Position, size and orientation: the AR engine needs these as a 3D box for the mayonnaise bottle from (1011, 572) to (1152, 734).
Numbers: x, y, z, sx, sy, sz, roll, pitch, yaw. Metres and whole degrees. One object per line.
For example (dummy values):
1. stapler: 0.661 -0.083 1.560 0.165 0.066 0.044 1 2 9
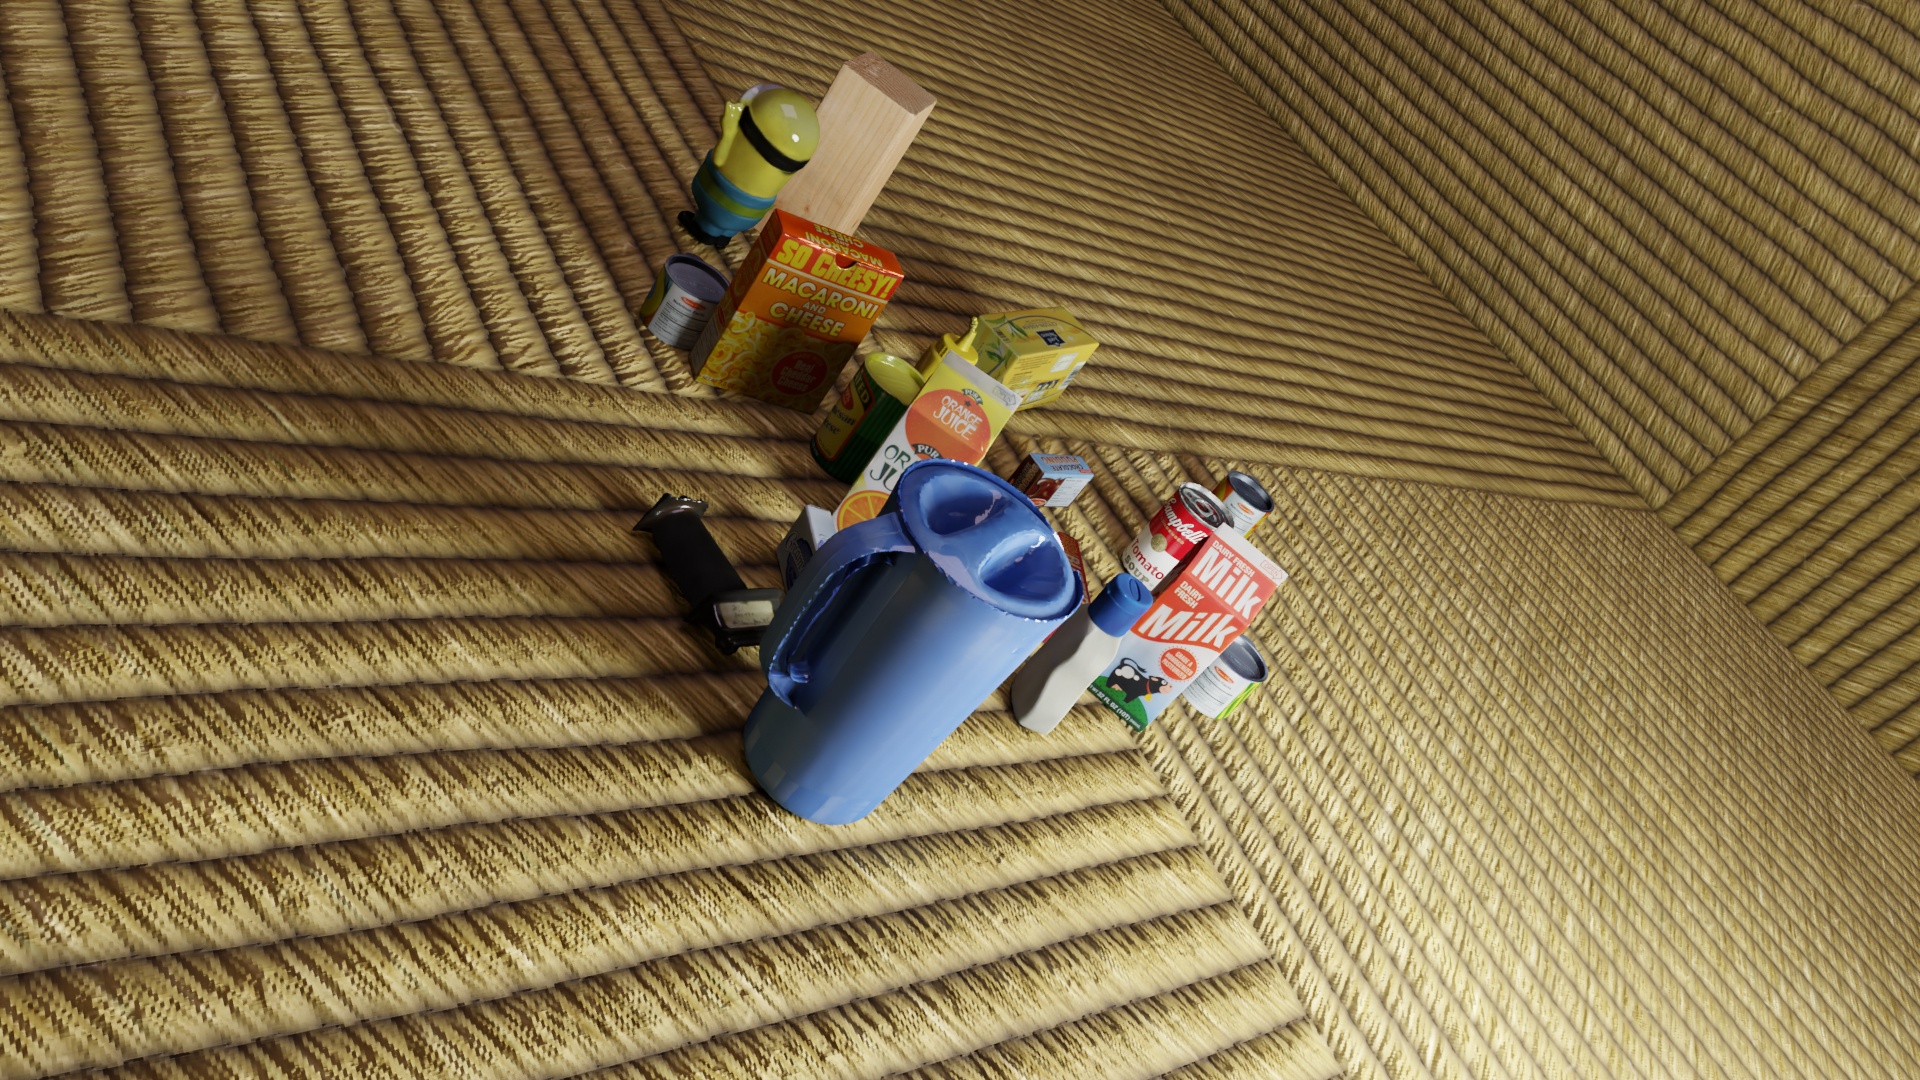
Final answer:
1. mayonnaise bottle: 0.095 0.088 1.106 0.041 0.147 0.065 27 32 -19

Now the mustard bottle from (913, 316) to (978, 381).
1. mustard bottle: -0.026 -0.140 1.270 0.049 0.159 0.065 31 31 -12

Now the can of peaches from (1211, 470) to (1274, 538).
1. can of peaches: 0.315 -0.038 1.588 0.071 0.057 0.071 27 32 -19

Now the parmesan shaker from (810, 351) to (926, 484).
1. parmesan shaker: -0.080 -0.105 1.223 0.071 0.102 0.072 27 32 -19

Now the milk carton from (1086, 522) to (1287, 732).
1. milk carton: 0.192 0.070 1.189 0.072 0.189 0.074 39 30 2

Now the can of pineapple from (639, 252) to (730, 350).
1. can of pineapple: -0.244 -0.213 1.240 0.071 0.057 0.071 27 32 -19

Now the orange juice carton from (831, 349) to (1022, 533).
1. orange juice carton: -0.030 -0.066 1.136 0.072 0.191 0.073 35 31 -5

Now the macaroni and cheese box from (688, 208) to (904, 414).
1. macaroni and cheese box: -0.144 -0.195 1.214 0.124 0.165 0.040 14 38 -35

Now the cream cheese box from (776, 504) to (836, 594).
1. cream cheese box: -0.112 0.027 1.063 0.024 0.053 0.104 16 37 -33

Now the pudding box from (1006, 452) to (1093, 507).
1. pudding box: 0.089 -0.060 1.391 0.084 0.049 0.030 -1 48 -47

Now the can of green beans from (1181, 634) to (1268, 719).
1. can of green beans: 0.244 0.125 1.299 0.071 0.057 0.071 27 32 -19

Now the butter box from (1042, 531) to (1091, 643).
1. butter box: 0.089 0.044 1.250 0.024 0.053 0.104 24 33 -22
